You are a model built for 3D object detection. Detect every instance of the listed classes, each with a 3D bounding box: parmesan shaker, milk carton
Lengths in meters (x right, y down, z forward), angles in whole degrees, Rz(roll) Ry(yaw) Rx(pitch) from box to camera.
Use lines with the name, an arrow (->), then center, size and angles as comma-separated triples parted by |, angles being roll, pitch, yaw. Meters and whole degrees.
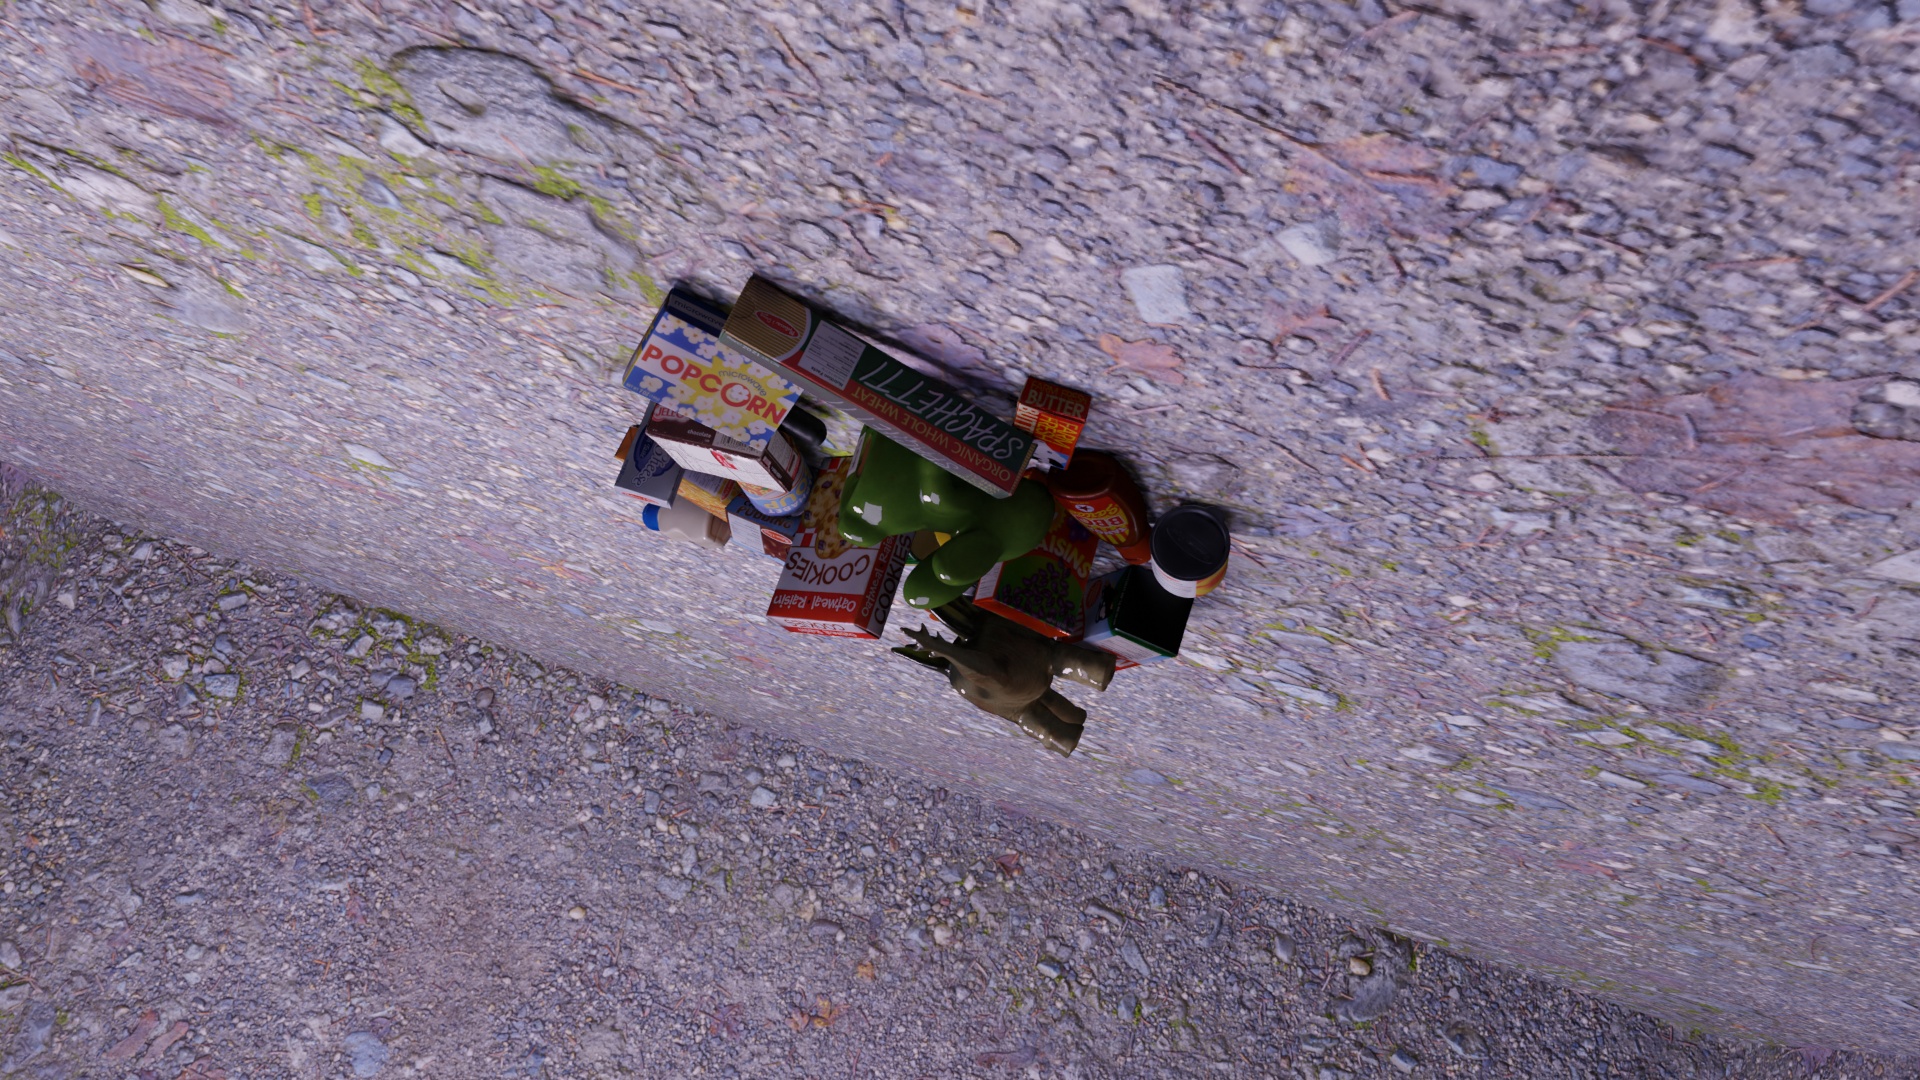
parmesan shaker -> -0.064, -0.009, 1.380 | 0.103, 0.071, 0.071 | -3, 153, 47
milk carton -> 0.157, 0.085, 1.428 | 0.073, 0.072, 0.190 | 24, 161, -14

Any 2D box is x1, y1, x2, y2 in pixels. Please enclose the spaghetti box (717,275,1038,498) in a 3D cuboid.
spaghetti box -> -0.060, -0.111, 1.040 | 0.250, 0.050, 0.028 | 29, 164, -13

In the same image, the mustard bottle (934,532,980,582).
mustard bottle -> 0.005, -0.016, 1.289 | 0.049, 0.065, 0.159 | 13, 159, 28

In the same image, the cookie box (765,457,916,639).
cookie box -> -0.101, 0.005, 1.279 | 0.123, 0.168, 0.040 | 1, 156, 43

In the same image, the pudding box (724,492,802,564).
pudding box -> -0.186, -0.009, 1.356 | 0.084, 0.030, 0.049 | 22, 140, 21

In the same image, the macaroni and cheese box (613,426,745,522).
macaroni and cheese box -> -0.255, -0.056, 1.429 | 0.124, 0.040, 0.166 | 16, 167, 47

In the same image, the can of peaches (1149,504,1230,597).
can of peaches -> 0.195, 0.008, 1.169 | 0.071, 0.071, 0.058 | 14, 165, 13

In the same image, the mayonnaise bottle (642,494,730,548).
mayonnaise bottle -> -0.309, -0.026, 1.574 | 0.041, 0.065, 0.148 | 28, 164, -39

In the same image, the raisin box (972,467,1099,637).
raisin box -> 0.070, 0.012, 1.204 | 0.086, 0.124, 0.040 | 25, 161, -23

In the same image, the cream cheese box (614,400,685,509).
cream cheese box -> -0.278, -0.084, 1.293 | 0.053, 0.104, 0.024 | 17, 158, 0

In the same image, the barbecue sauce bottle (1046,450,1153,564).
barbecue sauce bottle -> 0.128, -0.025, 1.171 | 0.065, 0.044, 0.148 | 3, 158, 29

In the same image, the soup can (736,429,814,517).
soup can -> -0.177, -0.066, 1.305 | 0.071, 0.071, 0.083 | 14, 162, 13

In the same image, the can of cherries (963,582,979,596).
can of cherries -> 0.000, 0.016, 1.398 | 0.071, 0.058, 0.071 | 17, 162, 6

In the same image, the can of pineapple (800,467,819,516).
can of pineapple -> -0.154, -0.035, 1.394 | 0.071, 0.058, 0.070 | 17, 162, 6

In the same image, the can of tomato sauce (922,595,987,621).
can of tomato sauce -> 0.003, 0.056, 1.499 | 0.071, 0.071, 0.083 | 30, 159, -33

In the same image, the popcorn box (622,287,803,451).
popcorn box -> -0.192, -0.134, 1.102 | 0.126, 0.038, 0.084 | 25, 127, -21

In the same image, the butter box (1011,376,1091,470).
butter box -> 0.067, -0.089, 1.069 | 0.053, 0.024, 0.103 | 19, 162, 2
